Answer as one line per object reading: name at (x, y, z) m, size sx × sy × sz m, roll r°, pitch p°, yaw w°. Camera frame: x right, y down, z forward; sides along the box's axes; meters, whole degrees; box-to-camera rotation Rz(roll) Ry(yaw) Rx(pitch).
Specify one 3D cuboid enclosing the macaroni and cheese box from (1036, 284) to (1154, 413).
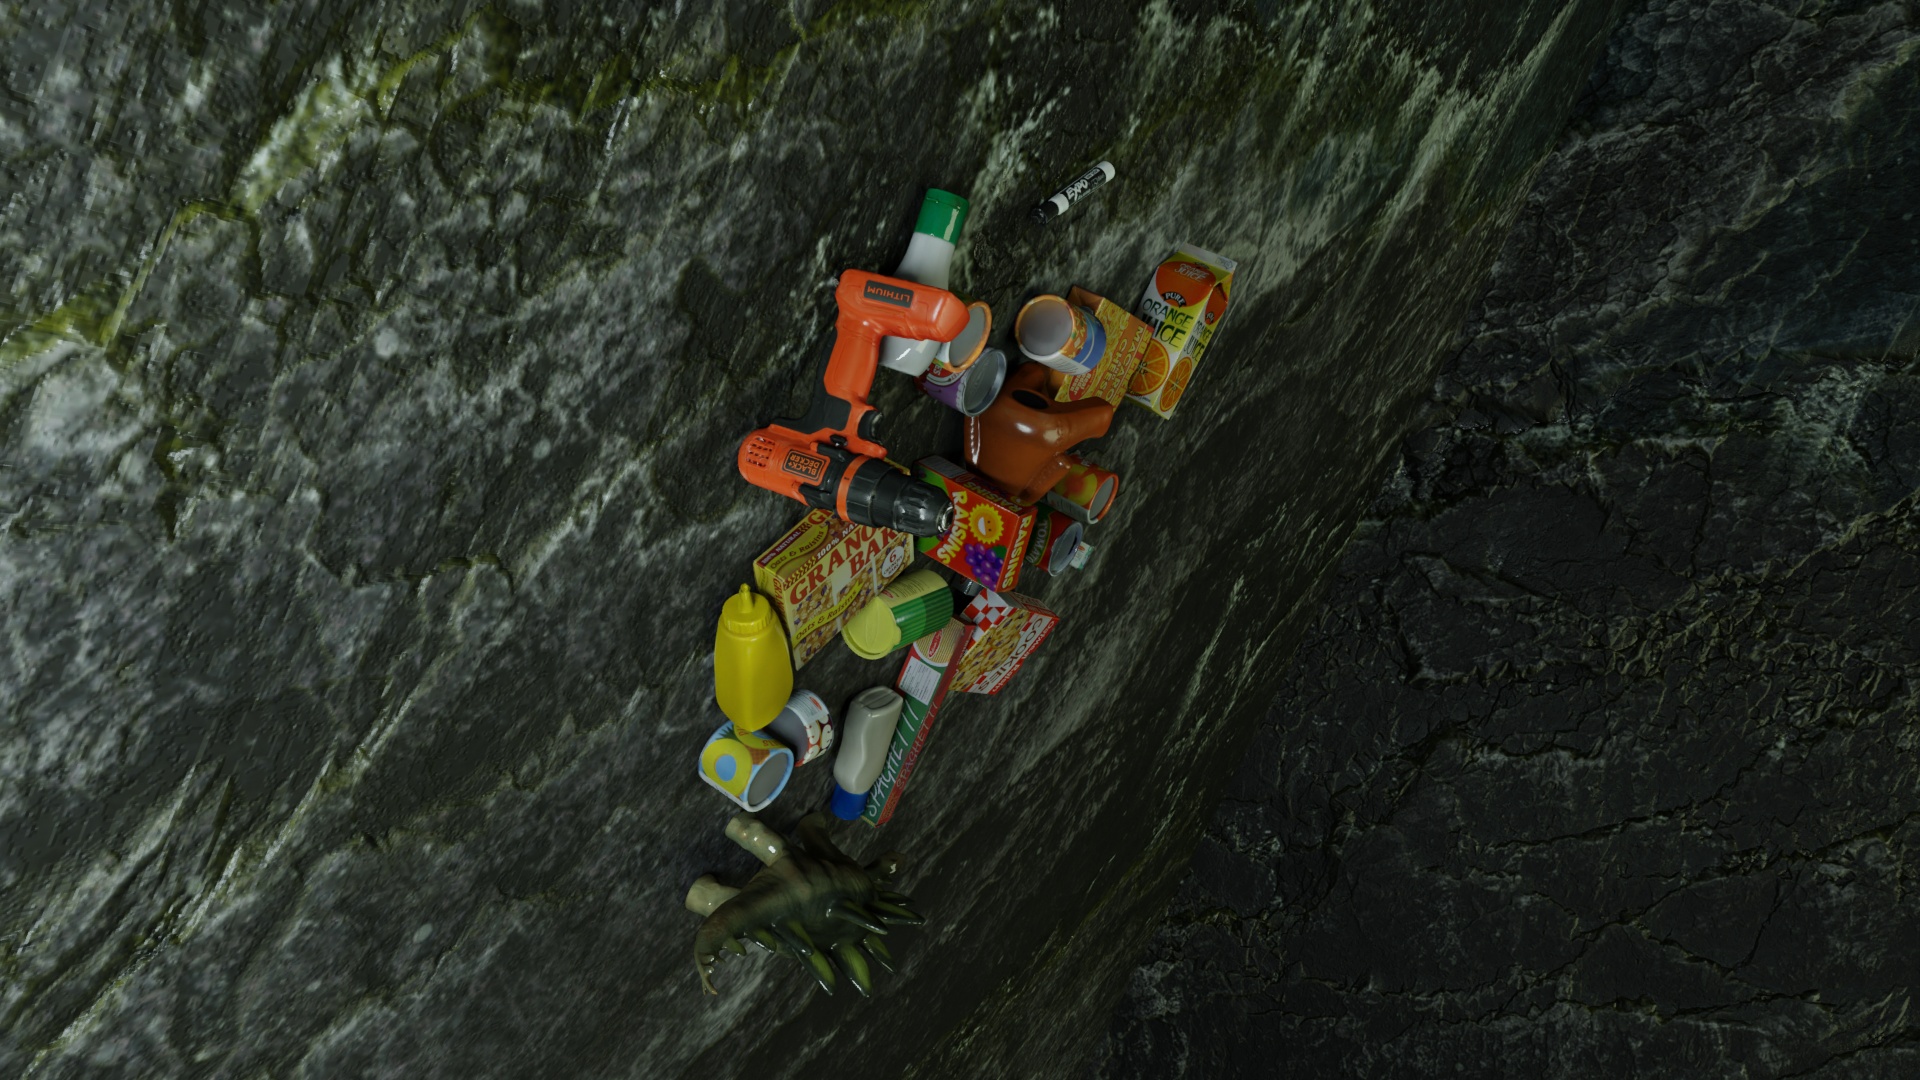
macaroni and cheese box at (0.141, -0.193, 1.488) m, size 0.166 × 0.040 × 0.123 m, roll 8°, pitch 109°, yaw -63°

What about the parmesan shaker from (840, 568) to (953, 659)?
parmesan shaker at (-0.058, 0.071, 1.346) m, size 0.103 × 0.071 × 0.071 m, roll -19°, pitch 132°, yaw -55°

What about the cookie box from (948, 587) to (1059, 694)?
cookie box at (0.035, 0.116, 1.573) m, size 0.122 × 0.040 × 0.167 m, roll -50°, pitch 157°, yaw 9°

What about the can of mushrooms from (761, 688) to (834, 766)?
can of mushrooms at (-0.152, 0.175, 1.282) m, size 0.033 × 0.071 × 0.070 m, roll -23°, pitch 135°, yaw -53°

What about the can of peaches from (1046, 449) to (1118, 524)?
can of peaches at (0.143, -0.062, 1.606) m, size 0.071 × 0.058 × 0.070 m, roll -43°, pitch 150°, yaw -33°

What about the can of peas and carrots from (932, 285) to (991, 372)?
can of peas and carrots at (-0.014, -0.184, 1.184) m, size 0.071 × 0.059 × 0.070 m, roll -43°, pitch 150°, yaw -33°

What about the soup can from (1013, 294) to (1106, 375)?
soup can at (0.099, -0.205, 1.368) m, size 0.084 × 0.071 × 0.071 m, roll 9°, pitch 108°, yaw -63°

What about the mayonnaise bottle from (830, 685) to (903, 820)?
mayonnaise bottle at (-0.104, 0.226, 1.458) m, size 0.065 × 0.041 × 0.147 m, roll -21°, pitch 135°, yaw -52°

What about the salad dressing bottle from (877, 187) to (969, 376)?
salad dressing bottle at (-0.032, -0.209, 1.126) m, size 0.044 × 0.064 × 0.147 m, roll 12°, pitch 97°, yaw -54°

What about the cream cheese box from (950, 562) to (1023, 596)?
cream cheese box at (0.031, 0.036, 1.534) m, size 0.053 × 0.024 × 0.104 m, roll -62°, pitch 155°, yaw 5°

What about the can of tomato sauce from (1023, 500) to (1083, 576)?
can of tomato sauce at (0.081, -0.009, 1.513) m, size 0.071 × 0.083 × 0.070 m, roll -43°, pitch 149°, yaw -34°

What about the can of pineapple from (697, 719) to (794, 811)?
can of pineapple at (-0.191, 0.199, 1.244) m, size 0.071 × 0.058 × 0.070 m, roll -43°, pitch 149°, yaw -34°

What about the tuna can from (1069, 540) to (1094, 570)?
tuna can at (0.119, 0.005, 1.625) m, size 0.033 × 0.071 × 0.071 m, roll -61°, pitch 155°, yaw 2°

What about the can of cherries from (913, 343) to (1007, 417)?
can of cherries at (-0.001, -0.153, 1.240) m, size 0.072 × 0.058 × 0.071 m, roll -43°, pitch 150°, yaw -32°

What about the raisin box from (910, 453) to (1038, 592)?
raisin box at (0.005, -0.016, 1.314) m, size 0.040 × 0.123 × 0.085 m, roll -21°, pitch 133°, yaw -54°

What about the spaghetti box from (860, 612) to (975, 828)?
spaghetti box at (-0.057, 0.190, 1.498) m, size 0.029 × 0.050 × 0.249 m, roll 2°, pitch 114°, yaw -61°

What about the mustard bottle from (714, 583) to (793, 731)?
mustard bottle at (-0.177, 0.090, 1.170) m, size 0.065 × 0.049 × 0.159 m, roll -41°, pitch 147°, yaw -38°

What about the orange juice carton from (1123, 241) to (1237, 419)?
orange juice carton at (0.242, -0.244, 1.590) m, size 0.192 × 0.072 × 0.073 m, roll -64°, pitch 156°, yaw 5°

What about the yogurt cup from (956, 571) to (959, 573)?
yogurt cup at (0.022, 0.011, 1.448) m, size 0.054 × 0.072 × 0.072 m, roll 8°, pitch 109°, yaw -55°

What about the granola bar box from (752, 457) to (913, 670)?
granola bar box at (-0.109, 0.018, 1.234) m, size 0.166 × 0.039 × 0.123 m, roll -44°, pitch 151°, yaw -32°
